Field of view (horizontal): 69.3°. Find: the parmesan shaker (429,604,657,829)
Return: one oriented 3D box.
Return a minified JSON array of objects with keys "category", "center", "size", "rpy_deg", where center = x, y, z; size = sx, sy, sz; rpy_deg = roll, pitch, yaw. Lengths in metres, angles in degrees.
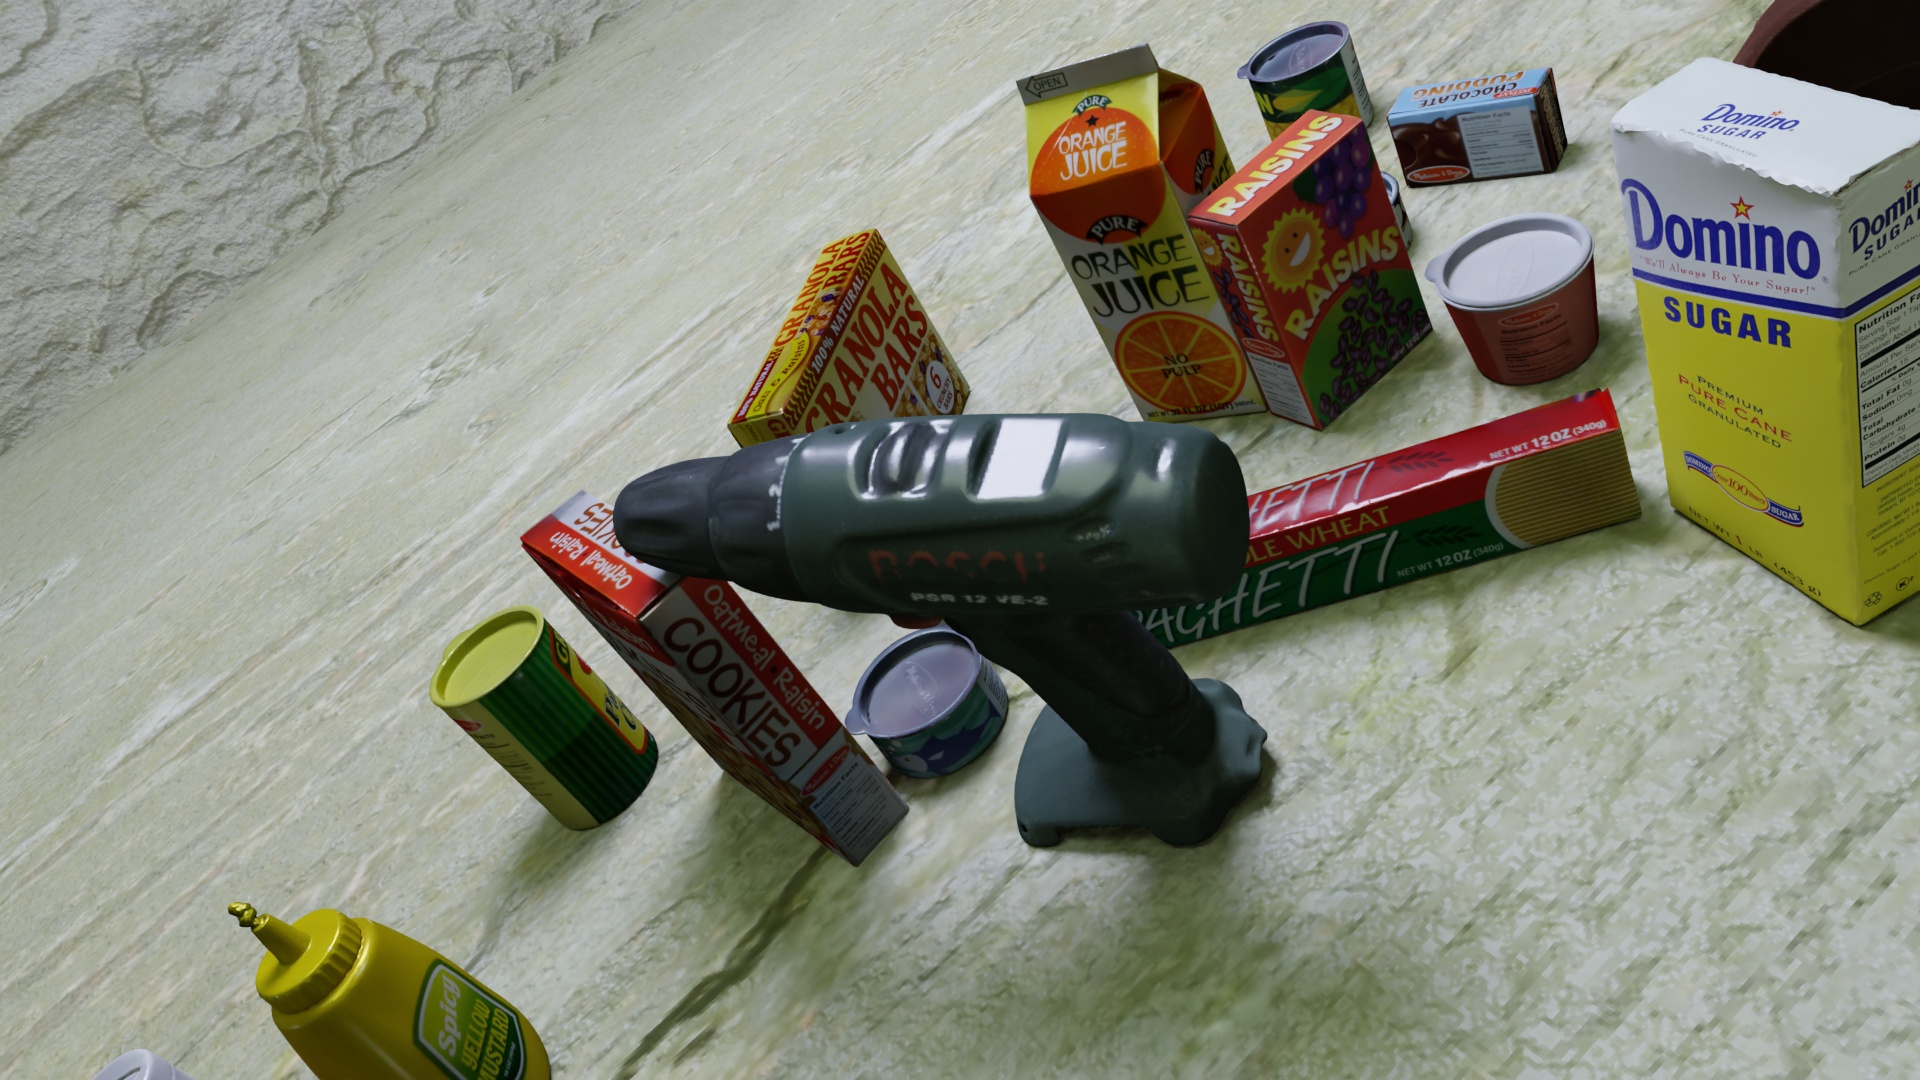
[{"category":"parmesan shaker","center":[-0.212,0.091,0.712],"size":[0.071,0.102,0.072],"rpy_deg":[-21,36,16]}]

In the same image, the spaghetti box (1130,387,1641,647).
[{"category":"spaghetti box","center":[0.150,0.001,0.586],"size":[0.250,0.050,0.029],"rpy_deg":[-18,37,20]}]

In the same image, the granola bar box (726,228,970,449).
[{"category":"granola bar box","center":[-0.056,-0.075,0.776],"size":[0.039,0.123,0.166],"rpy_deg":[-11,40,29]}]

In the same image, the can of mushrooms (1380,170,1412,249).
[{"category":"can of mushrooms","center":[0.212,-0.173,0.766],"size":[0.071,0.033,0.071],"rpy_deg":[-21,36,16]}]

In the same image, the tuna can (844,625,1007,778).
[{"category":"tuna can","center":[-0.016,0.076,0.638],"size":[0.071,0.032,0.071],"rpy_deg":[-21,36,16]}]

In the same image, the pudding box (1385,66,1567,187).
[{"category":"pudding box","center":[0.282,-0.226,0.761],"size":[0.083,0.049,0.030],"rpy_deg":[4,49,41]}]

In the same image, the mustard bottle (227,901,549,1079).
[{"category":"mustard bottle","center":[-0.228,0.190,0.551],"size":[0.049,0.159,0.065],"rpy_deg":[-25,35,12]}]

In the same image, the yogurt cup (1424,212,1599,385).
[{"category":"yogurt cup","center":[0.257,-0.108,0.633],"size":[0.072,0.053,0.073],"rpy_deg":[-21,36,16]}]

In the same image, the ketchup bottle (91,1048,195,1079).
[{"category":"ketchup bottle","center":[-0.262,0.244,0.522],"size":[0.065,0.148,0.043],"rpy_deg":[-39,35,-10]}]

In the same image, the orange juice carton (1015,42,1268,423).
[{"category":"orange juice carton","center":[0.098,-0.154,0.692],"size":[0.071,0.192,0.073],"rpy_deg":[-5,43,35]}]

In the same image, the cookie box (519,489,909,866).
[{"category":"cookie box","center":[-0.109,0.060,0.612],"size":[0.040,0.167,0.123],"rpy_deg":[-46,36,-18]}]

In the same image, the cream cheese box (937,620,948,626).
[{"category":"cream cheese box","center":[0.003,-0.009,0.710],"size":[0.024,0.053,0.104],"rpy_deg":[-3,44,36]}]

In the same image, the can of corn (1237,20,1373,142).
[{"category":"can of corn","center":[0.218,-0.282,0.874],"size":[0.071,0.058,0.071],"rpy_deg":[-21,36,16]}]

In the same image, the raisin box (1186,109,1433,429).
[{"category":"raisin box","center":[0.169,-0.128,0.665],"size":[0.086,0.123,0.040],"rpy_deg":[-41,35,-11]}]
